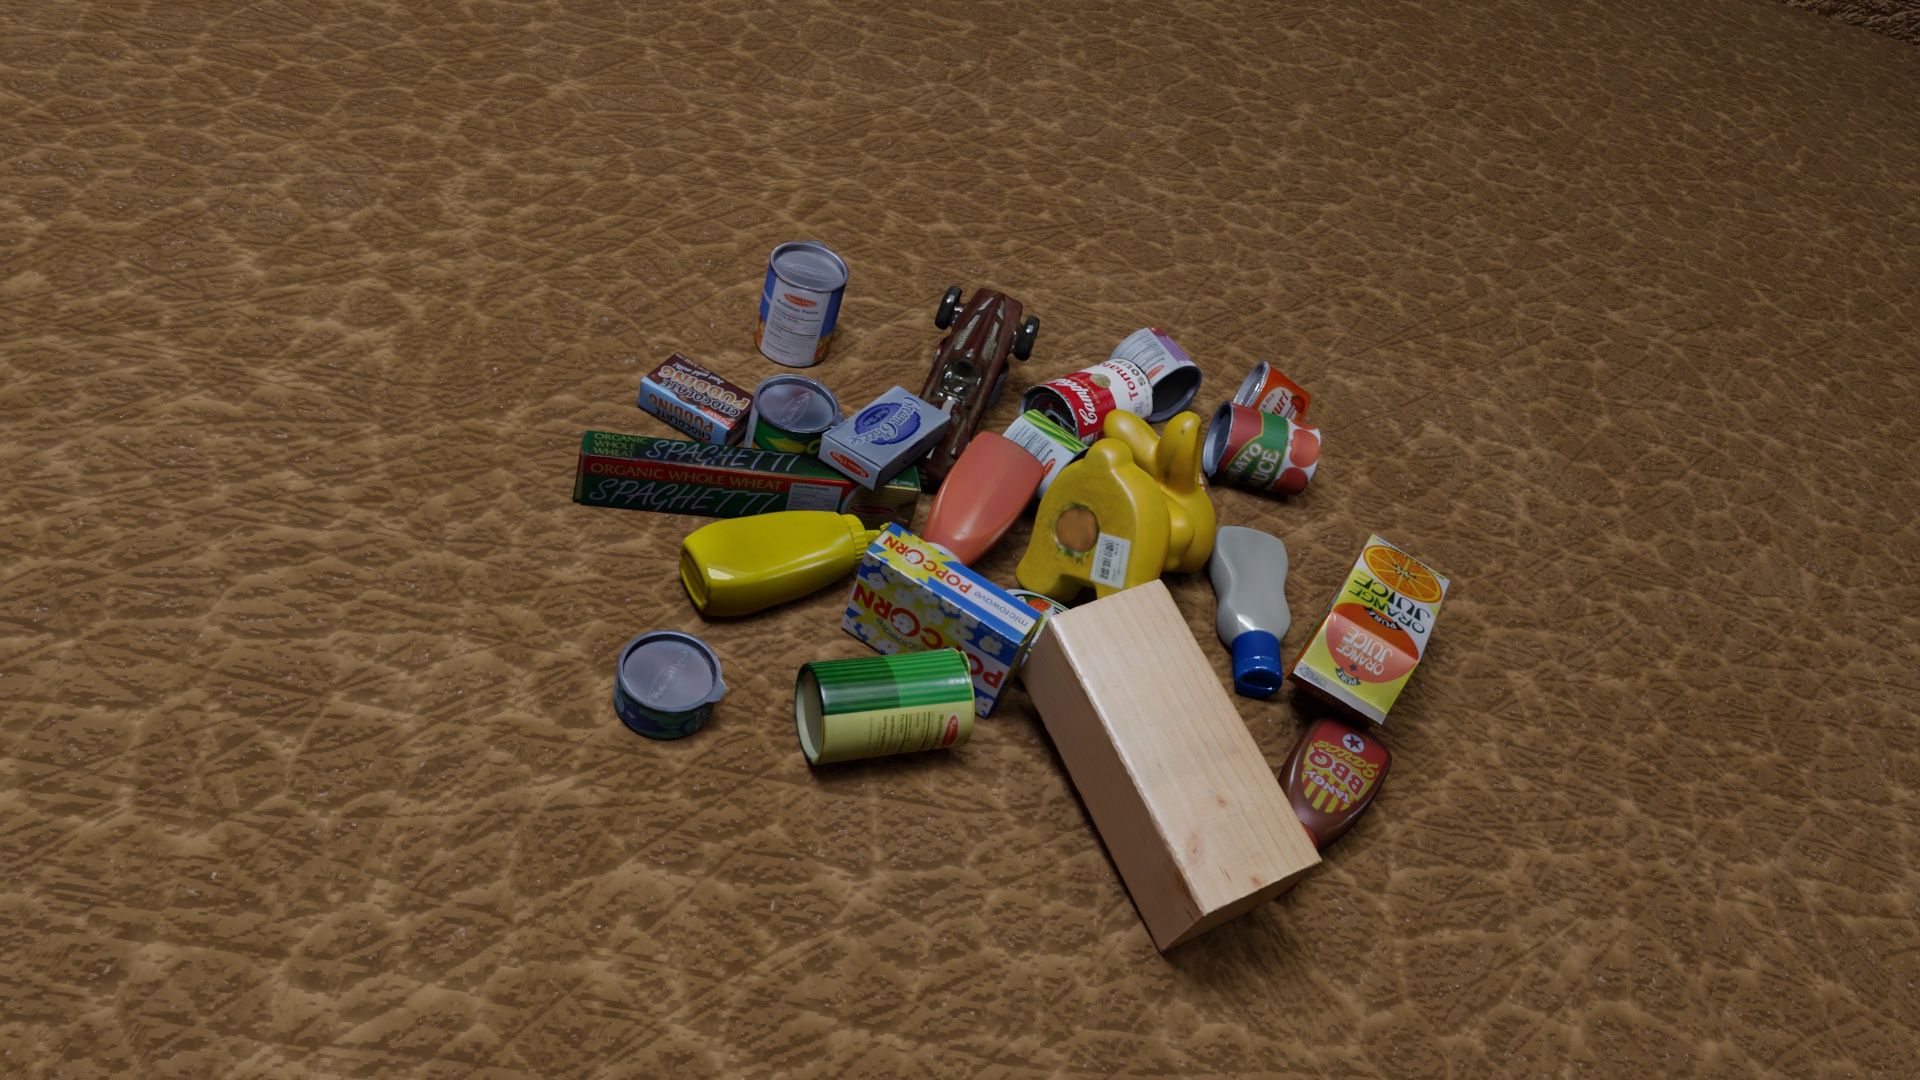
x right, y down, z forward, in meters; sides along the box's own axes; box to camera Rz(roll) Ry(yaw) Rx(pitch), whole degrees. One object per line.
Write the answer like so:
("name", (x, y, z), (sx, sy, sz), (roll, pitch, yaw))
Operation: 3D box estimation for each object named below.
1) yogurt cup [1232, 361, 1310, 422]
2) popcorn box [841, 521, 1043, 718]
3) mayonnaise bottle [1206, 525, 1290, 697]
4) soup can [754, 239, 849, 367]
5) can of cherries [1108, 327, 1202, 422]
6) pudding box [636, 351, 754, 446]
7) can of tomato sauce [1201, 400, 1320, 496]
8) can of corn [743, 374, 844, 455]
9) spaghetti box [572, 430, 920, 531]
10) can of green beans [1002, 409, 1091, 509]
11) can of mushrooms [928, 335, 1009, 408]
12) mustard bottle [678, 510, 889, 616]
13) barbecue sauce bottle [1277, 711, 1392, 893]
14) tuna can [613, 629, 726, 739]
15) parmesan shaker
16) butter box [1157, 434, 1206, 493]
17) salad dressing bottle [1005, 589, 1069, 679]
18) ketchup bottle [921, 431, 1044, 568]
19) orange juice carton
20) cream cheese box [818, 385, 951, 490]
("yogurt cup", (0.282, -0.122, 1.267), (0.054, 0.072, 0.073), (28, 43, -5))
("popcorn box", (-0.014, 0.056, 0.961), (0.127, 0.084, 0.038), (31, 45, 10))
("mayonnaise bottle", (0.228, 0.054, 1.088), (0.065, 0.041, 0.149), (14, 45, -7))
("soup can", (-0.134, -0.199, 1.168), (0.071, 0.083, 0.072), (11, 44, -11))
("can of cherries", (0.175, -0.149, 1.252), (0.072, 0.071, 0.058), (-15, 53, -32))
("pudding box", (-0.205, -0.108, 1.089), (0.084, 0.030, 0.050), (30, 45, 9))
("can of tomato sauce", (0.262, -0.078, 1.213), (0.083, 0.070, 0.071), (15, 44, -8))
("can of corn", (-0.129, -0.084, 1.074), (0.071, 0.058, 0.071), (11, 44, -11))
("spaghetti box", (-0.156, -0.042, 1.029), (0.250, 0.049, 0.029), (6, 44, -16))
("can of green beans", (0.064, -0.063, 1.122), (0.058, 0.070, 0.071), (37, 46, 17))
("can of mushrooms", (0.006, -0.149, 1.209), (0.071, 0.033, 0.071), (10, 45, -11))
("mustard bottle", (-0.118, 0.010, 0.993), (0.161, 0.048, 0.065), (-12, 53, -31))
("barbecue sauce bottle", (0.245, 0.183, 0.964), (0.065, 0.043, 0.149), (35, 45, 15))
("tuna can", (-0.187, 0.094, 0.895), (0.071, 0.032, 0.071), (11, 44, -11))
("parmesan shaker", (-0.050, 0.105, 0.908), (0.103, 0.071, 0.071), (-3, 48, -23))
("butter box", (0.179, -0.048, 1.181), (0.053, 0.024, 0.104), (8, 45, -15))
("salad dressing bottle", (0.088, 0.088, 0.997), (0.148, 0.043, 0.064), (27, 49, 6))
("ketchup bottle", (0.004, -0.013, 1.042), (0.065, 0.043, 0.149), (31, 59, 5))
("orange juice carton", (0.306, 0.074, 1.049), (0.072, 0.072, 0.193), (33, 33, 12))
("cream cheese box", (-0.056, -0.079, 1.051), (0.053, 0.024, 0.104), (31, 39, 15))
